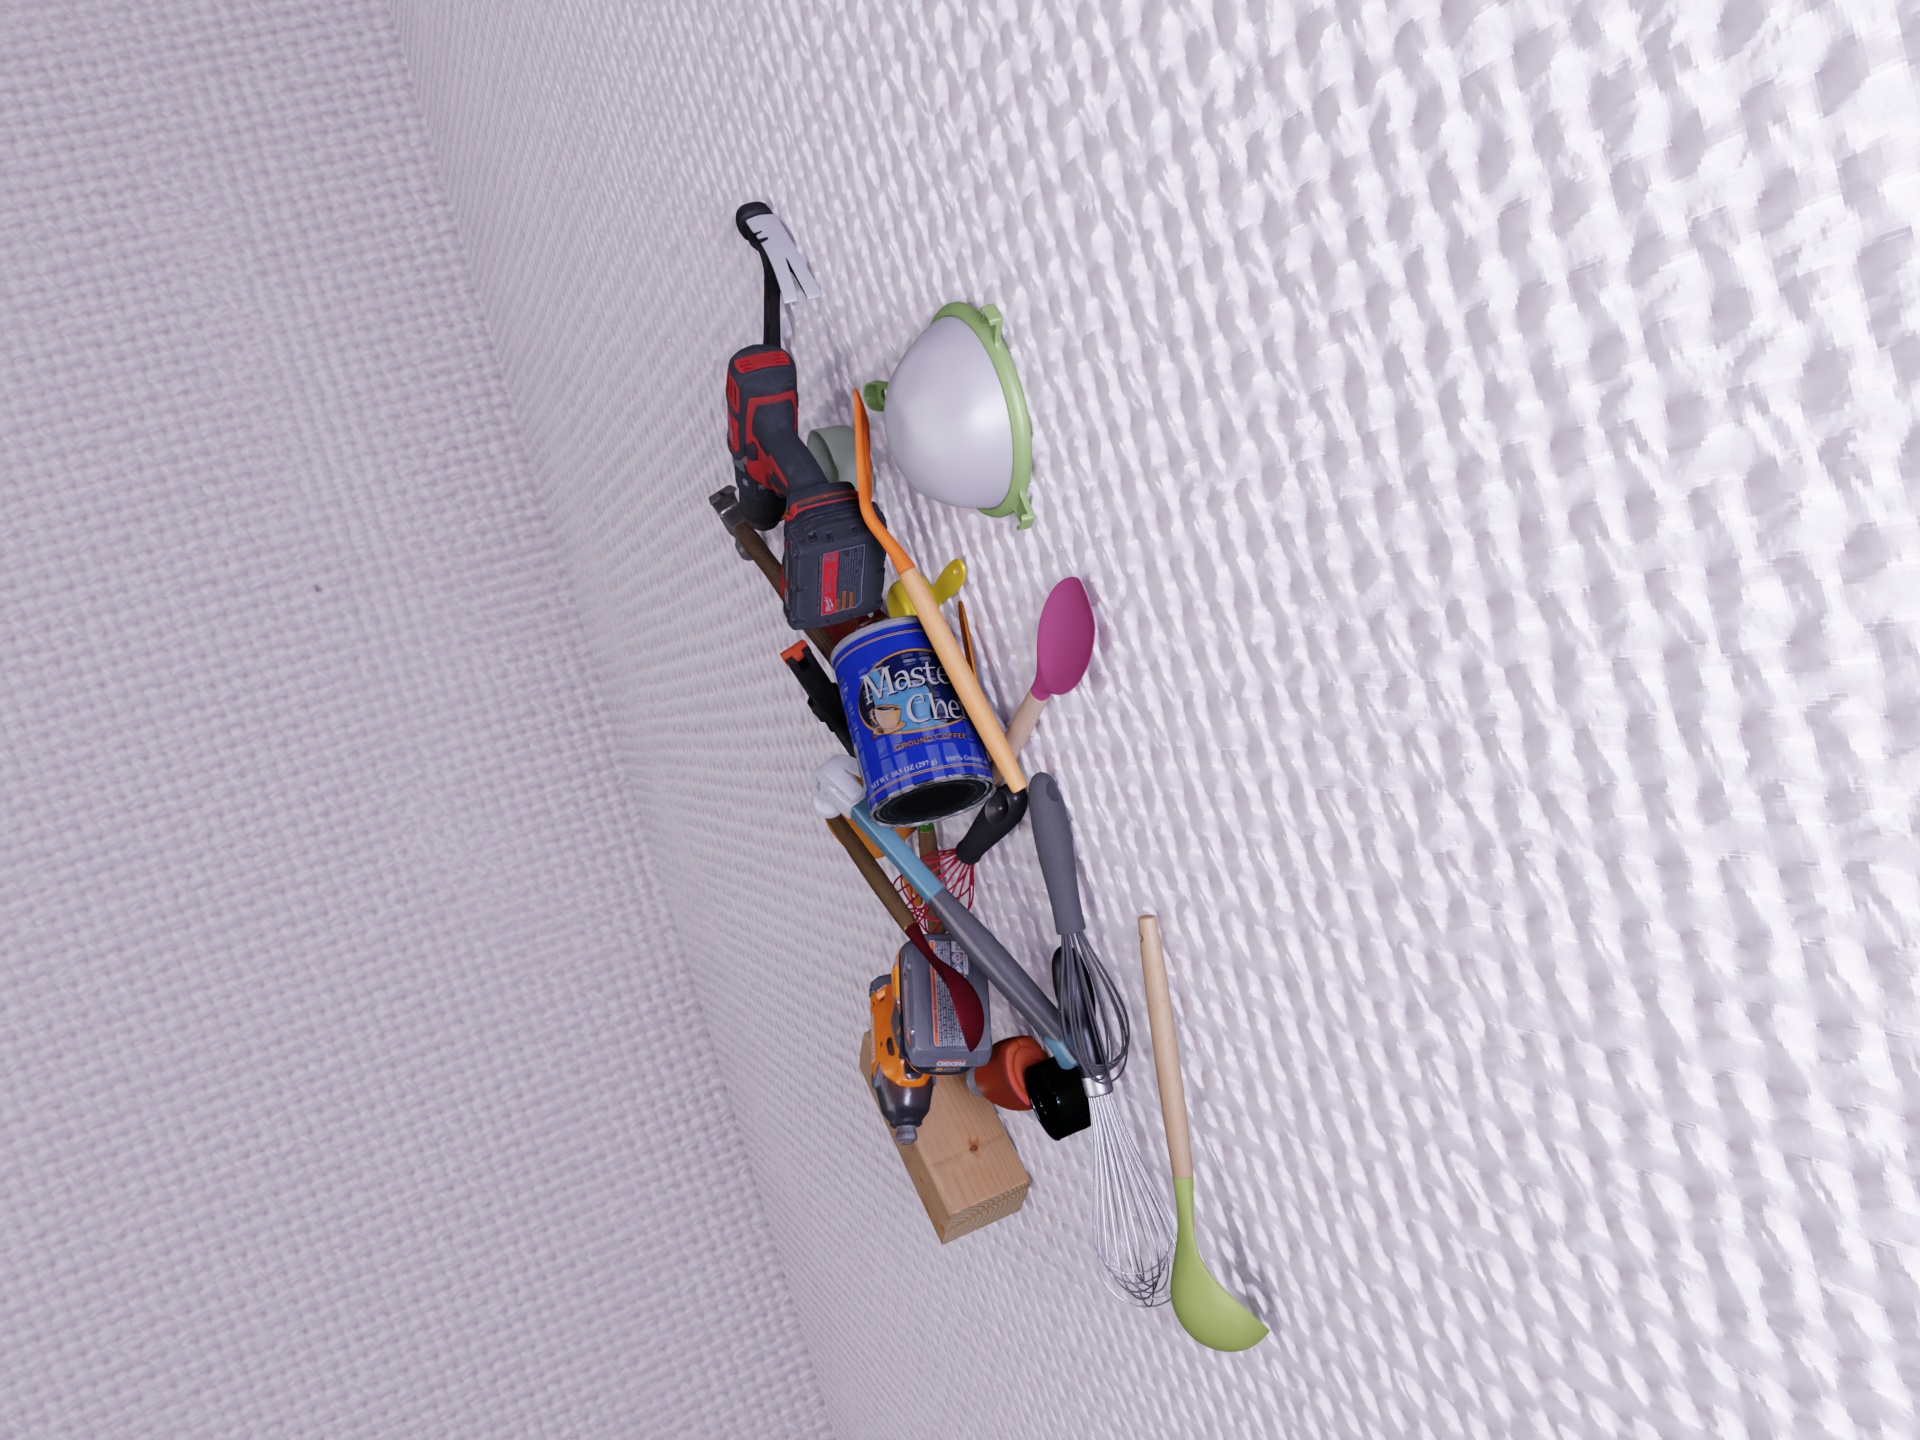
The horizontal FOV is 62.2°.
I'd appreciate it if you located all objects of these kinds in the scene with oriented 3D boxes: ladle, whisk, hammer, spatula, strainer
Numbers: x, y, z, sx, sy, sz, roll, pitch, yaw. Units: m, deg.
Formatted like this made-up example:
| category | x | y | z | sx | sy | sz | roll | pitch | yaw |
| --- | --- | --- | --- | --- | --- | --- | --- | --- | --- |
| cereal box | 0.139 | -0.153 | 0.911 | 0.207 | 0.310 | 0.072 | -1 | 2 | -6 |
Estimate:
| category | x | y | z | sx | sy | sz | roll | pitch | yaw |
| --- | --- | --- | --- | --- | --- | --- | --- | --- | --- |
| ladle | 0.163 | 0.290 | 1.115 | 0.078 | 0.062 | 0.320 | -172 | 72 | -70 |
| whisk | 0.115 | 0.313 | 1.232 | 0.070 | 0.070 | 0.284 | 156 | 101 | -70 |
| whisk | 0.085 | 0.155 | 1.188 | 0.055 | 0.055 | 0.239 | 174 | 83 | -70 |
| hammer | -0.169 | -0.127 | 1.598 | 0.332 | 0.031 | 0.129 | 51 | 173 | 37 |
| hammer | -0.173 | -0.306 | 1.484 | 0.336 | 0.034 | 0.127 | 99 | 148 | -52 |
| whisk | 0.000 | 0.120 | 1.366 | 0.073 | 0.073 | 0.295 | 65 | 153 | 17 |
| spatula | -0.021 | -0.095 | 1.197 | 0.322 | 0.041 | 0.081 | 63 | -179 | 3 |
| strainer | -0.037 | -0.220 | 1.142 | 0.257 | 0.069 | 0.151 | 29 | 134 | 60 |
| hammer | -0.011 | 0.156 | 1.315 | 0.331 | 0.033 | 0.128 | 47 | 159 | 14 |
| ladle | -0.054 | 0.167 | 1.393 | 0.316 | 0.031 | 0.069 | 50 | 163 | 43 |

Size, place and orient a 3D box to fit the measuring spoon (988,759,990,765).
| category | x | y | z | sx | sy | sz | roll | pitch | yaw |
| --- | --- | --- | --- | --- | --- | --- | --- | --- | --- |
| measuring spoon | -0.002 | -0.004 | 1.329 | 0.124 | 0.018 | 0.034 | 54 | 155 | 24 |

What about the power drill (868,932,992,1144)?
| category | x | y | z | sx | sy | sz | roll | pitch | yaw |
| --- | --- | --- | --- | --- | --- | --- | --- | --- | --- |
| power drill | -0.035 | 0.299 | 1.485 | 0.226 | 0.084 | 0.164 | 122 | 148 | -62 |

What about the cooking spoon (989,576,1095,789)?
| category | x | y | z | sx | sy | sz | roll | pitch | yaw |
| --- | --- | --- | --- | --- | --- | --- | --- | --- | --- |
| cooking spoon | 0.053 | -0.010 | 1.164 | 0.318 | 0.017 | 0.069 | 115 | 142 | -62 |

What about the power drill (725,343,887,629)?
| category | x | y | z | sx | sy | sz | roll | pitch | yaw |
| --- | --- | --- | --- | --- | --- | --- | --- | --- | --- |
| power drill | -0.141 | -0.180 | 1.338 | 0.187 | 0.080 | 0.227 | 99 | 150 | -51 |

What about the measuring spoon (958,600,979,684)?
| category | x | y | z | sx | sy | sz | roll | pitch | yaw |
| --- | --- | --- | --- | --- | --- | --- | --- | --- | --- |
| measuring spoon | 0.013 | -0.039 | 1.238 | 0.021 | 0.011 | 0.117 | 117 | 143 | -71 |

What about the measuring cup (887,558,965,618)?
| category | x | y | z | sx | sy | sz | roll | pitch | yaw |
| --- | --- | --- | --- | --- | --- | --- | --- | --- | --- |
| measuring cup | -0.028 | -0.101 | 1.279 | 0.156 | 0.029 | 0.062 | 144 | 106 | -72 |

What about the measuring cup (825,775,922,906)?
| category | x | y | z | sx | sy | sz | roll | pitch | yaw |
| --- | --- | --- | --- | --- | --- | --- | --- | --- | --- |
| measuring cup | -0.079 | 0.126 | 1.549 | 0.095 | 0.052 | 0.173 | 9 | 128 | 40 |

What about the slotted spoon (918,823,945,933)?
| category | x | y | z | sx | sy | sz | roll | pitch | yaw |
| --- | --- | --- | --- | --- | --- | --- | --- | --- | --- |
| slotted spoon | -0.031 | 0.117 | 1.485 | 0.070 | 0.031 | 0.313 | 49 | 152 | 47 |

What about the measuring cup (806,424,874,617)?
| category | x | y | z | sx | sy | sz | roll | pitch | yaw |
| --- | --- | --- | --- | --- | --- | --- | --- | --- | --- |
| measuring cup | -0.088 | -0.173 | 1.371 | 0.083 | 0.038 | 0.167 | 8 | 116 | 68 |
